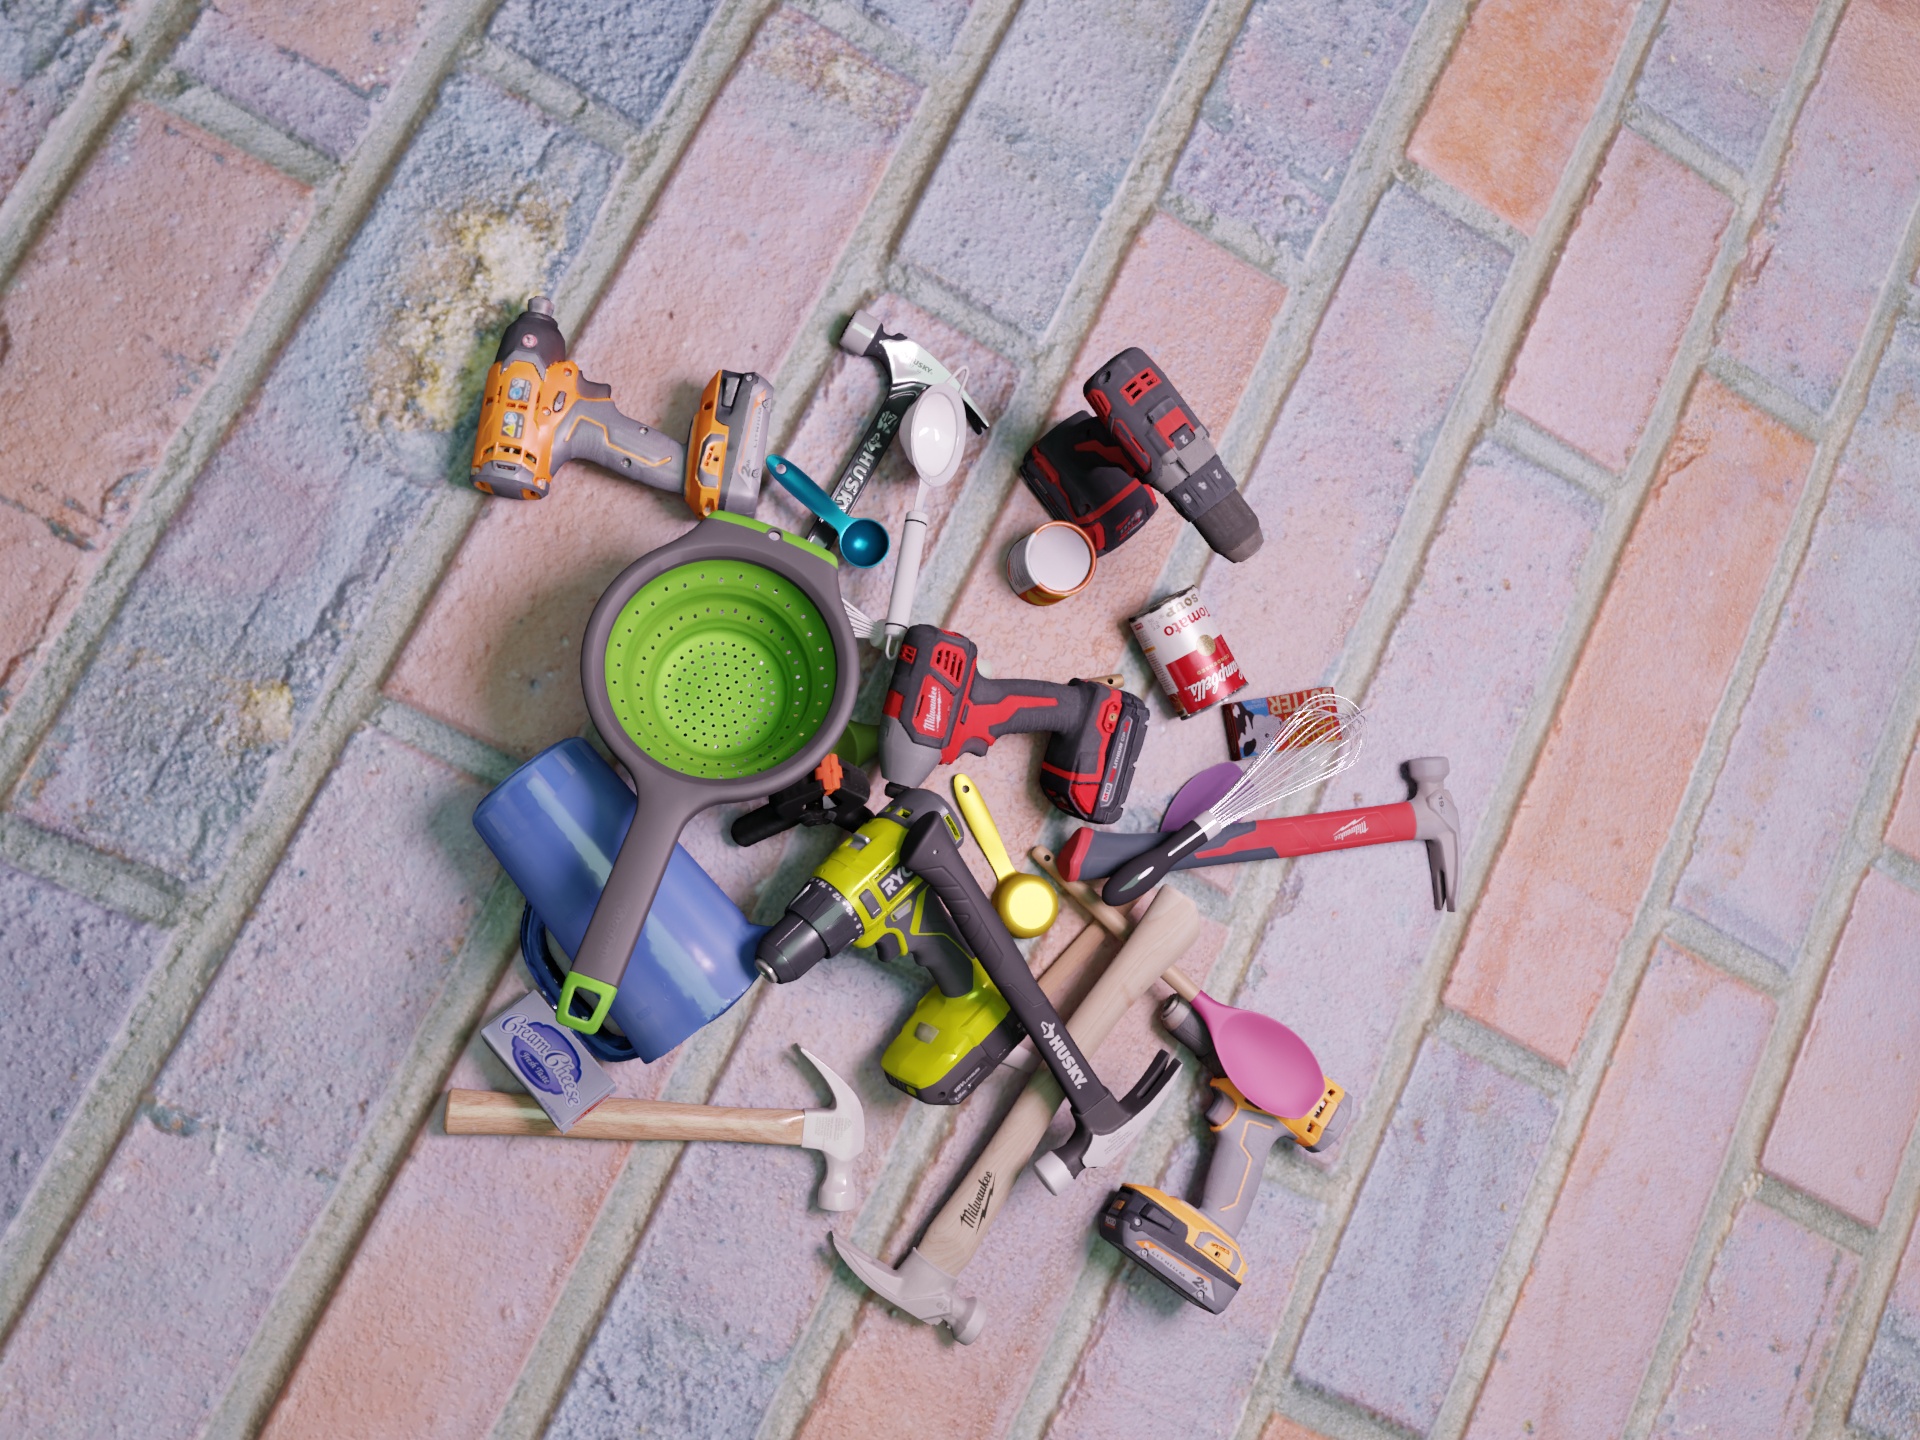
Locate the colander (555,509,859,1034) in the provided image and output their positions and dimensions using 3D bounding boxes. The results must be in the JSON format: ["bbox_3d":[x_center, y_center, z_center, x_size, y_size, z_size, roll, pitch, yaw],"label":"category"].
[{"bbox_3d":[-0.209,0.043,1.190,0.204,0.094,0.397,21,73,-4],"label":"colander"}]

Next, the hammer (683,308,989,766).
[{"bbox_3d":[-0.119,-0.140,1.342,0.149,0.036,0.409,30,79,-11],"label":"hammer"}]

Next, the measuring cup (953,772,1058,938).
[{"bbox_3d":[0.035,0.115,1.360,0.062,0.029,0.156,-27,94,-15],"label":"measuring cup"}]

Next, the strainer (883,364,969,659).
[{"bbox_3d":[-0.037,-0.174,1.314,0.050,0.086,0.258,3,75,28],"label":"strainer"}]

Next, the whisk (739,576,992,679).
[{"bbox_3d":[-0.075,-0.076,1.317,0.246,0.058,0.059,20,80,-30],"label":"whisk"}]

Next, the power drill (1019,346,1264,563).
[{"bbox_3d":[0.151,-0.197,1.315,0.080,0.227,0.188,-40,95,-14],"label":"power drill"}]

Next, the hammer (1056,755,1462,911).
[{"bbox_3d":[0.271,0.121,1.406,0.386,0.038,0.143,-6,89,-18],"label":"hammer"}]

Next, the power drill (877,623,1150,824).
[{"bbox_3d":[0.036,0.014,1.314,0.219,0.079,0.143,15,93,-27],"label":"power drill"}]

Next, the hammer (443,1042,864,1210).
[{"bbox_3d":[-0.240,0.318,1.273,0.331,0.031,0.130,7,84,-14],"label":"hammer"}]

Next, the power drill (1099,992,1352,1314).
[{"bbox_3d":[0.209,0.362,1.362,0.185,0.084,0.226,37,73,-4],"label":"power drill"}]

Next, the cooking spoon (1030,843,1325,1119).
[{"bbox_3d":[0.181,0.217,1.358,0.319,0.017,0.069,43,82,7],"label":"cooking spoon"}]

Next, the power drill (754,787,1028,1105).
[{"bbox_3d":[-0.048,0.192,1.255,0.190,0.080,0.228,-42,121,-25],"label":"power drill"}]

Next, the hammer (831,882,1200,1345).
[{"bbox_3d":[0.061,0.308,1.319,0.146,0.038,0.410,35,86,-8],"label":"hammer"}]

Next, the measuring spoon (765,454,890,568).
[{"bbox_3d":[-0.112,-0.175,1.323,0.128,0.021,0.042,42,84,-1],"label":"measuring spoon"}]

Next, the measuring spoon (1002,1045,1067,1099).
[{"bbox_3d":[0.051,0.288,1.357,0.124,0.018,0.034,27,79,-10],"label":"measuring spoon"}]

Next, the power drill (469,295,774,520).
[{"bbox_3d":[-0.270,-0.249,1.289,0.226,0.084,0.164,8,83,-10],"label":"power drill"}]

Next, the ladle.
[{"bbox_3d":[-0.002,-0.004,1.350,0.320,0.062,0.078,-13,80,-18],"label":"ladle"}]

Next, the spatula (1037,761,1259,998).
[{"bbox_3d":[0.146,0.154,1.393,0.316,0.018,0.059,-45,97,-15],"label":"spatula"}]

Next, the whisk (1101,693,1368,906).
[{"bbox_3d":[0.234,0.071,1.350,0.284,0.070,0.070,-35,94,-10],"label":"whisk"}]

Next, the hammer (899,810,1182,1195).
[{"bbox_3d":[0.052,0.209,1.245,0.146,0.035,0.334,-36,111,-13],"label":"hammer"}]
